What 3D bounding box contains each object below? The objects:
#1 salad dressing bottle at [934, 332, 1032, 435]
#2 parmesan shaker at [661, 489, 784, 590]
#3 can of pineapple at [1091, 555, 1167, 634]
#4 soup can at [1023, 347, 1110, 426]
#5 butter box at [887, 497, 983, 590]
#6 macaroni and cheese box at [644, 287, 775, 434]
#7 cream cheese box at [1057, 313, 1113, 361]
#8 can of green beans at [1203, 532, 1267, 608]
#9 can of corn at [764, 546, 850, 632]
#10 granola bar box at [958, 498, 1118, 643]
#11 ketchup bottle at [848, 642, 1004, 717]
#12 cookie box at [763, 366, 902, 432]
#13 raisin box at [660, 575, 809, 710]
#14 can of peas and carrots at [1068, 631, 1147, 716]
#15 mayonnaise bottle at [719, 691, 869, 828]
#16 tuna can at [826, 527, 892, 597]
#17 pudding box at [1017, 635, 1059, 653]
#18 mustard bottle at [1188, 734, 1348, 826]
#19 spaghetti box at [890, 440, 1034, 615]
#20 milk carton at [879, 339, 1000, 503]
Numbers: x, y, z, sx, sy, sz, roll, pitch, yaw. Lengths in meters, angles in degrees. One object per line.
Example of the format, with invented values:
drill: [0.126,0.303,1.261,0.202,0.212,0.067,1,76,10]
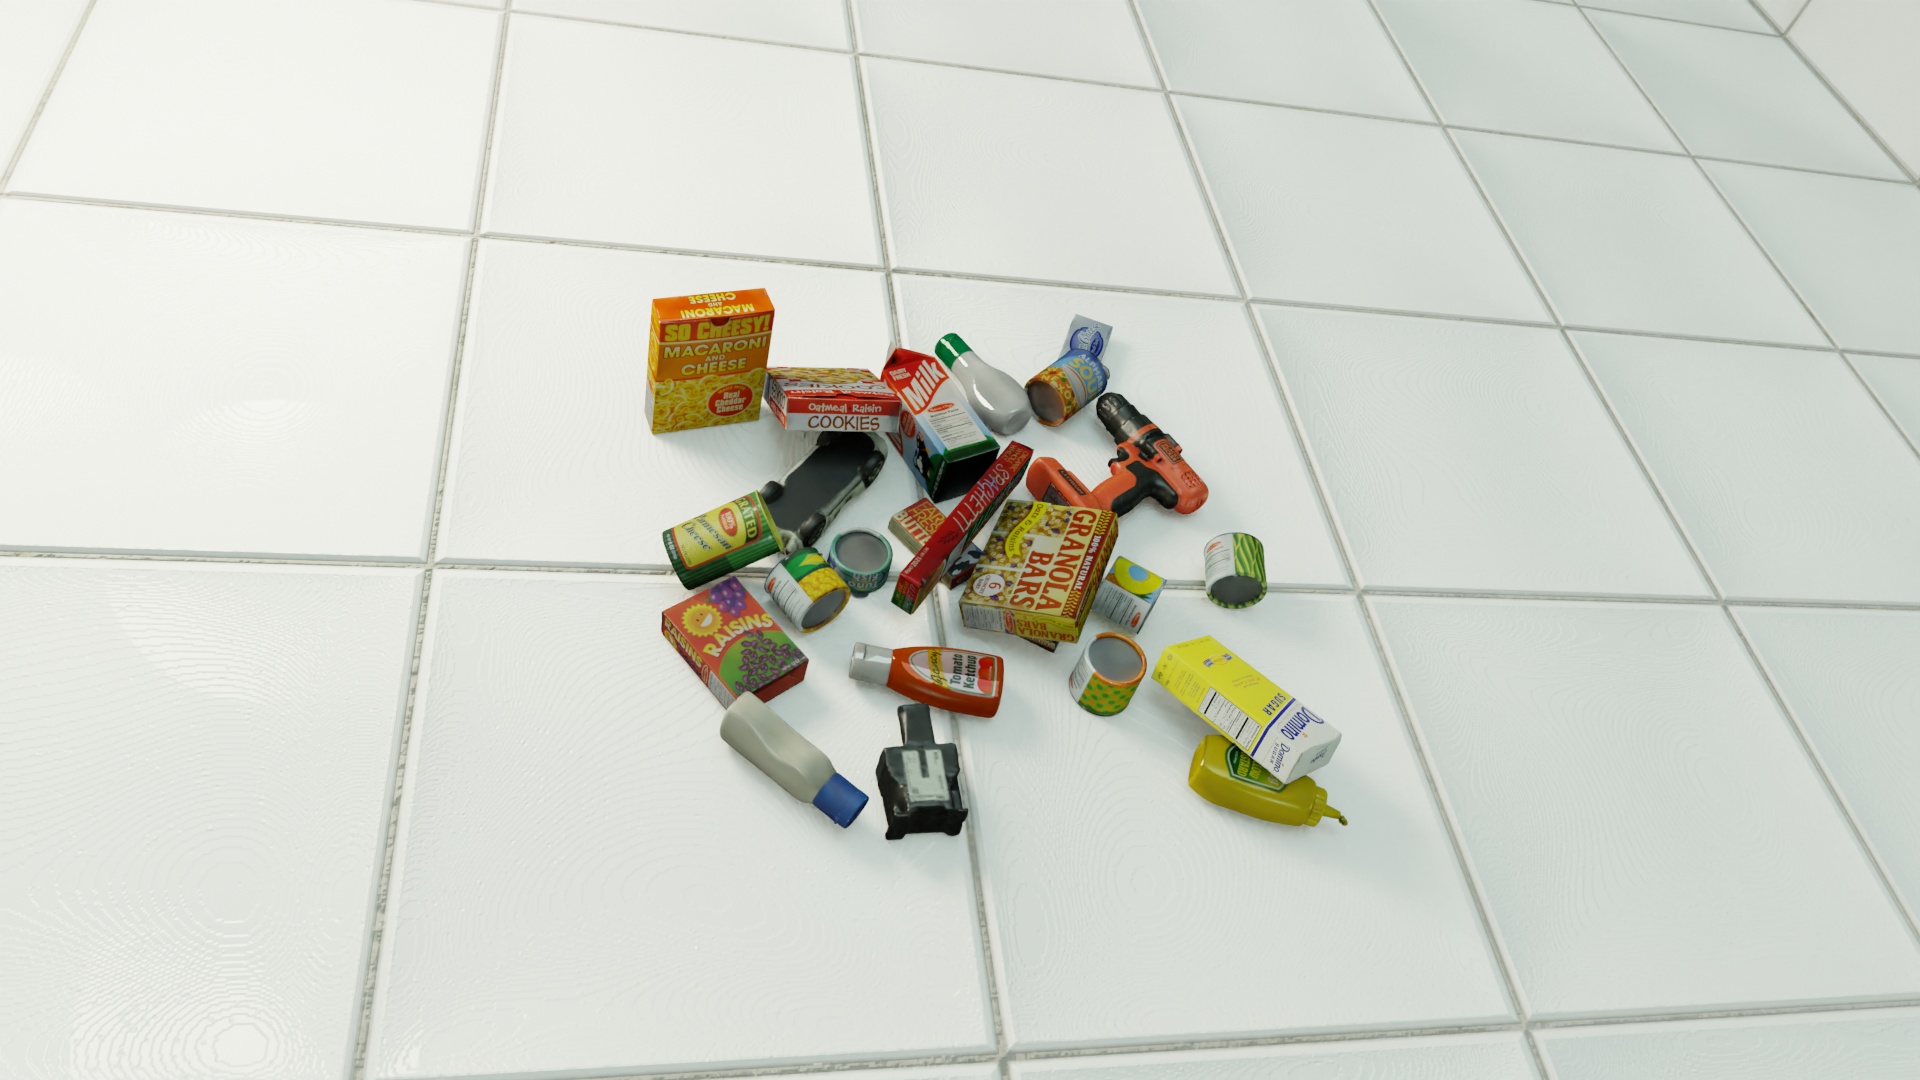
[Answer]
salad dressing bottle: [0.025,-0.189,1.652,0.064,0.043,0.148,-28,61,-23]
parmesan shaker: [-0.234,0.002,1.375,0.103,0.071,0.071,-24,57,-3]
can of pineapple: [0.179,0.056,1.471,0.058,0.070,0.071,29,49,9]
soup can: [0.127,-0.183,1.657,0.071,0.071,0.084,38,52,17]
butter box: [-0.025,0.002,1.486,0.053,0.024,0.104,-30,64,-35]
macaroni and cheese box: [-0.269,-0.190,1.485,0.124,0.165,0.040,-11,55,-23]
cream cheese box: [0.154,-0.239,1.744,0.053,0.024,0.104,19,48,2]
can of green beans: [0.302,0.034,1.525,0.071,0.071,0.058,11,49,-7]
can of corn: [-0.150,0.049,1.383,0.071,0.070,0.058,-27,63,-33]
granola bar box: [0.084,0.028,1.444,0.124,0.038,0.166,8,44,19]
ketchup bottle: [-0.034,0.131,1.361,0.149,0.043,0.065,11,49,-6]
cookie box: [-0.144,-0.157,1.522,0.123,0.040,0.168,-1,18,-17]
raisin box: [-0.218,0.101,1.337,0.086,0.039,0.123,-29,63,-33]
can of peas and carrots: [0.151,0.135,1.401,0.071,0.058,0.071,8,49,-9]
mayonnaise bottle: [-0.151,0.201,1.258,0.148,0.064,0.041,37,53,10]
tuna can: [-0.104,0.022,1.441,0.071,0.032,0.071,8,48,-9]
pudding box: [0.093,0.072,1.456,0.050,0.030,0.084,25,48,7]
mustard bottle: [0.305,0.243,1.358,0.160,0.048,0.066,20,43,2]
spaghetti box: [0.005,-0.018,1.461,0.029,0.049,0.251,32,49,9]
milk carton: [-0.040,-0.140,1.573,0.074,0.072,0.191,-18,59,-28]
